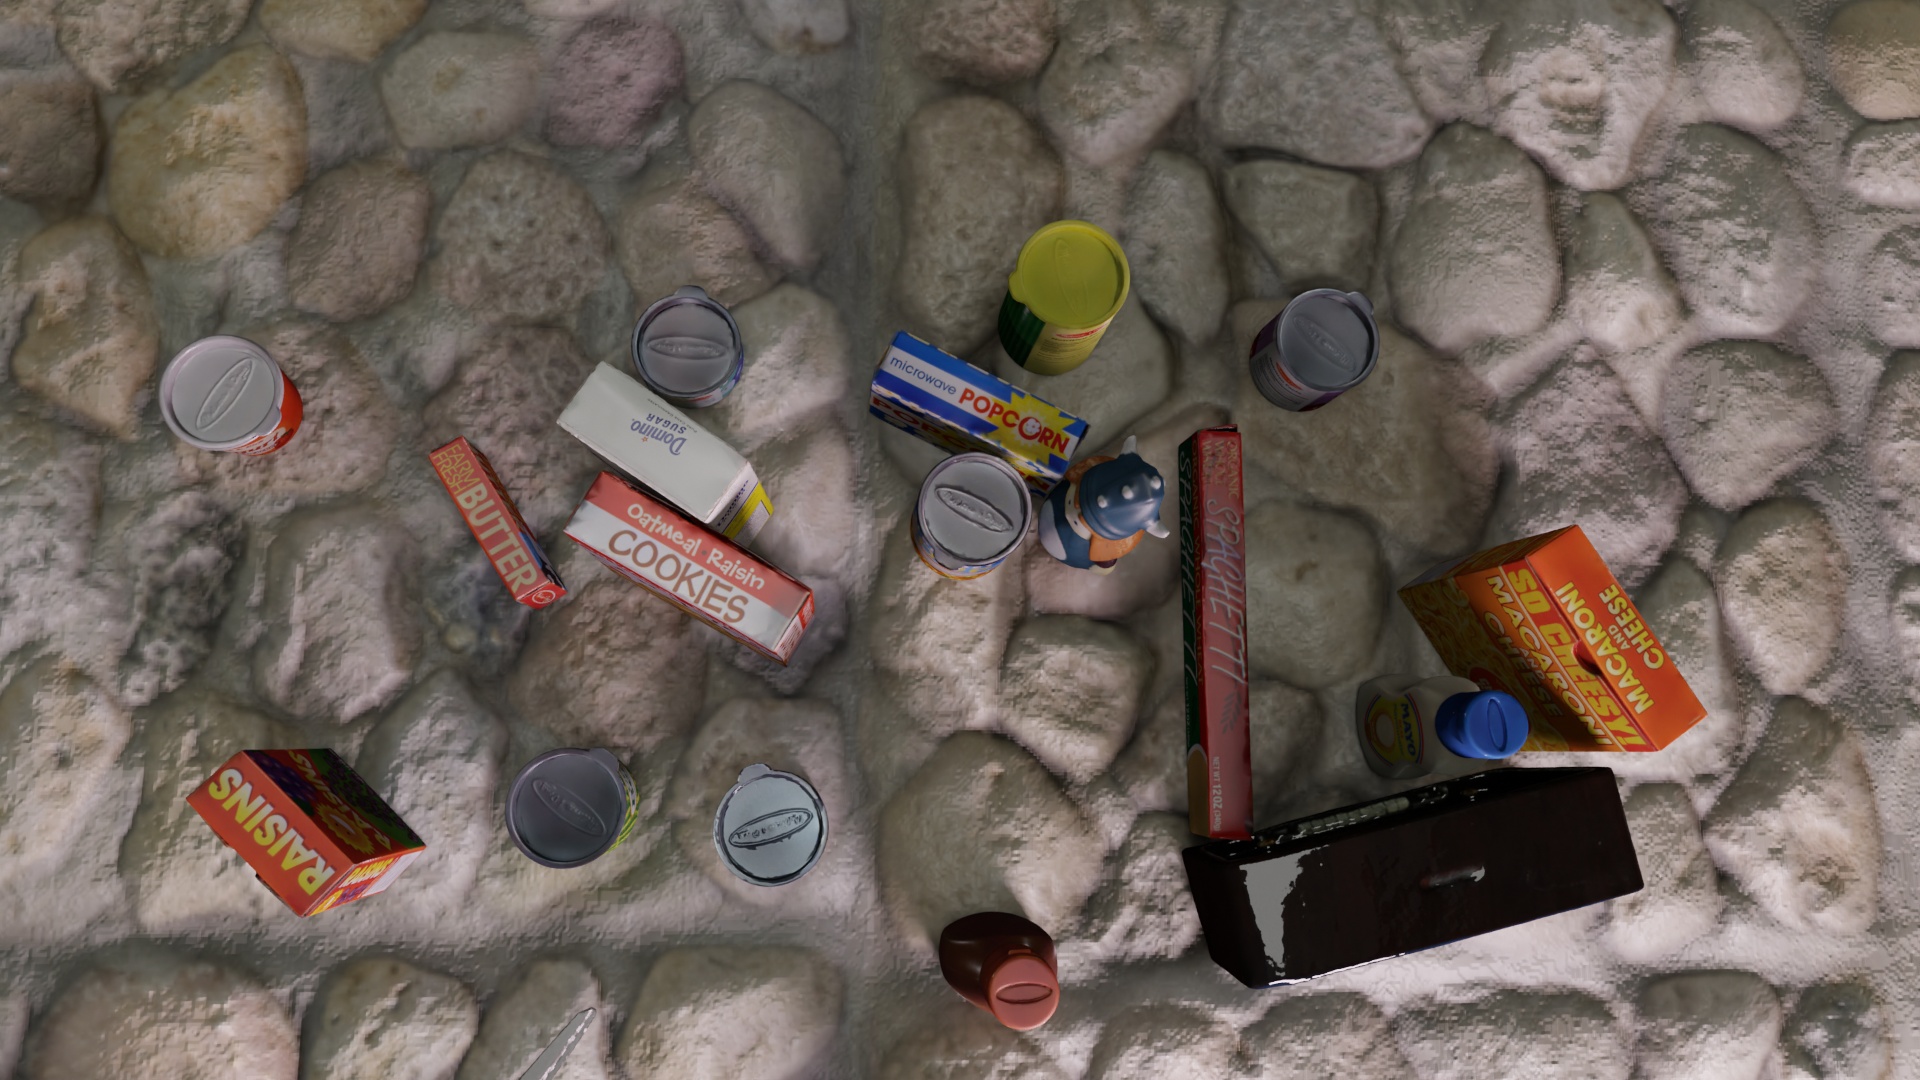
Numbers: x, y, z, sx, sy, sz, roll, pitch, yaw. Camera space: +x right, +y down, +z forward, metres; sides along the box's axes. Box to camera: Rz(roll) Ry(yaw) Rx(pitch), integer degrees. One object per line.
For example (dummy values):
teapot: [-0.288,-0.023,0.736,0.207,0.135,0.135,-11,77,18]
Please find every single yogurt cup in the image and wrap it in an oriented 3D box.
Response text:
yogurt cup: [-0.423,-0.081,0.814,0.072,0.054,0.072,1,81,-5]

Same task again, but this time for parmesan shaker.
parmesan shaker: [0.057,-0.145,0.846,0.071,0.103,0.071,1,81,-5]

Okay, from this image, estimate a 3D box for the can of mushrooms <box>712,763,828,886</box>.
can of mushrooms: [-0.111,0.166,0.816,0.071,0.033,0.071,1,81,-5]

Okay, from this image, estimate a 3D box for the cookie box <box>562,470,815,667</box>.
cookie box: [-0.142,0.020,0.768,0.123,0.167,0.040,29,80,-1]

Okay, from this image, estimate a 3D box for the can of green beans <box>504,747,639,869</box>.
can of green beans: [-0.220,0.152,0.795,0.071,0.057,0.071,1,81,-5]

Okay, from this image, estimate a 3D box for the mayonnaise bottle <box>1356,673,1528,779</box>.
mayonnaise bottle: [0.276,0.107,0.804,0.041,0.148,0.065,-6,82,-6]

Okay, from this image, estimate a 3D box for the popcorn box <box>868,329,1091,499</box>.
popcorn box: [0.008,-0.074,0.839,0.127,0.085,0.038,26,80,-1]

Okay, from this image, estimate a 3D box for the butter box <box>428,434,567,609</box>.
butter box: [-0.272,-0.009,0.818,0.024,0.053,0.103,-32,85,-9]

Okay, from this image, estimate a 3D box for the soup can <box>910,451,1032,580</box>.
soup can: [0.003,-0.010,0.829,0.071,0.083,0.071,1,81,-5]

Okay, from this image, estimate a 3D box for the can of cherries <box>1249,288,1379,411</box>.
can of cherries: [0.225,-0.121,0.881,0.071,0.058,0.071,1,81,-5]

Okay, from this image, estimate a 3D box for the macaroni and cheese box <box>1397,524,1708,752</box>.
macaroni and cheese box: [0.335,0.063,0.808,0.040,0.166,0.124,-32,86,-9]

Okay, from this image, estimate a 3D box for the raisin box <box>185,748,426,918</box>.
raisin box: [-0.349,0.154,0.749,0.086,0.123,0.040,45,80,2]

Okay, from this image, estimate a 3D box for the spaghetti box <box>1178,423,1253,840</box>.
spaghetti box: [0.156,0.055,0.851,0.029,0.050,0.250,1,81,-5]

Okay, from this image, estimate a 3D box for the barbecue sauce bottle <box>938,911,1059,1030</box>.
barbecue sauce bottle: [0.025,0.234,0.760,0.065,0.148,0.044,-1,82,-6]

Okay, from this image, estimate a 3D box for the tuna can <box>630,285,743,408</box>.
tuna can: [-0.167,-0.119,0.856,0.071,0.032,0.071,1,81,-5]
